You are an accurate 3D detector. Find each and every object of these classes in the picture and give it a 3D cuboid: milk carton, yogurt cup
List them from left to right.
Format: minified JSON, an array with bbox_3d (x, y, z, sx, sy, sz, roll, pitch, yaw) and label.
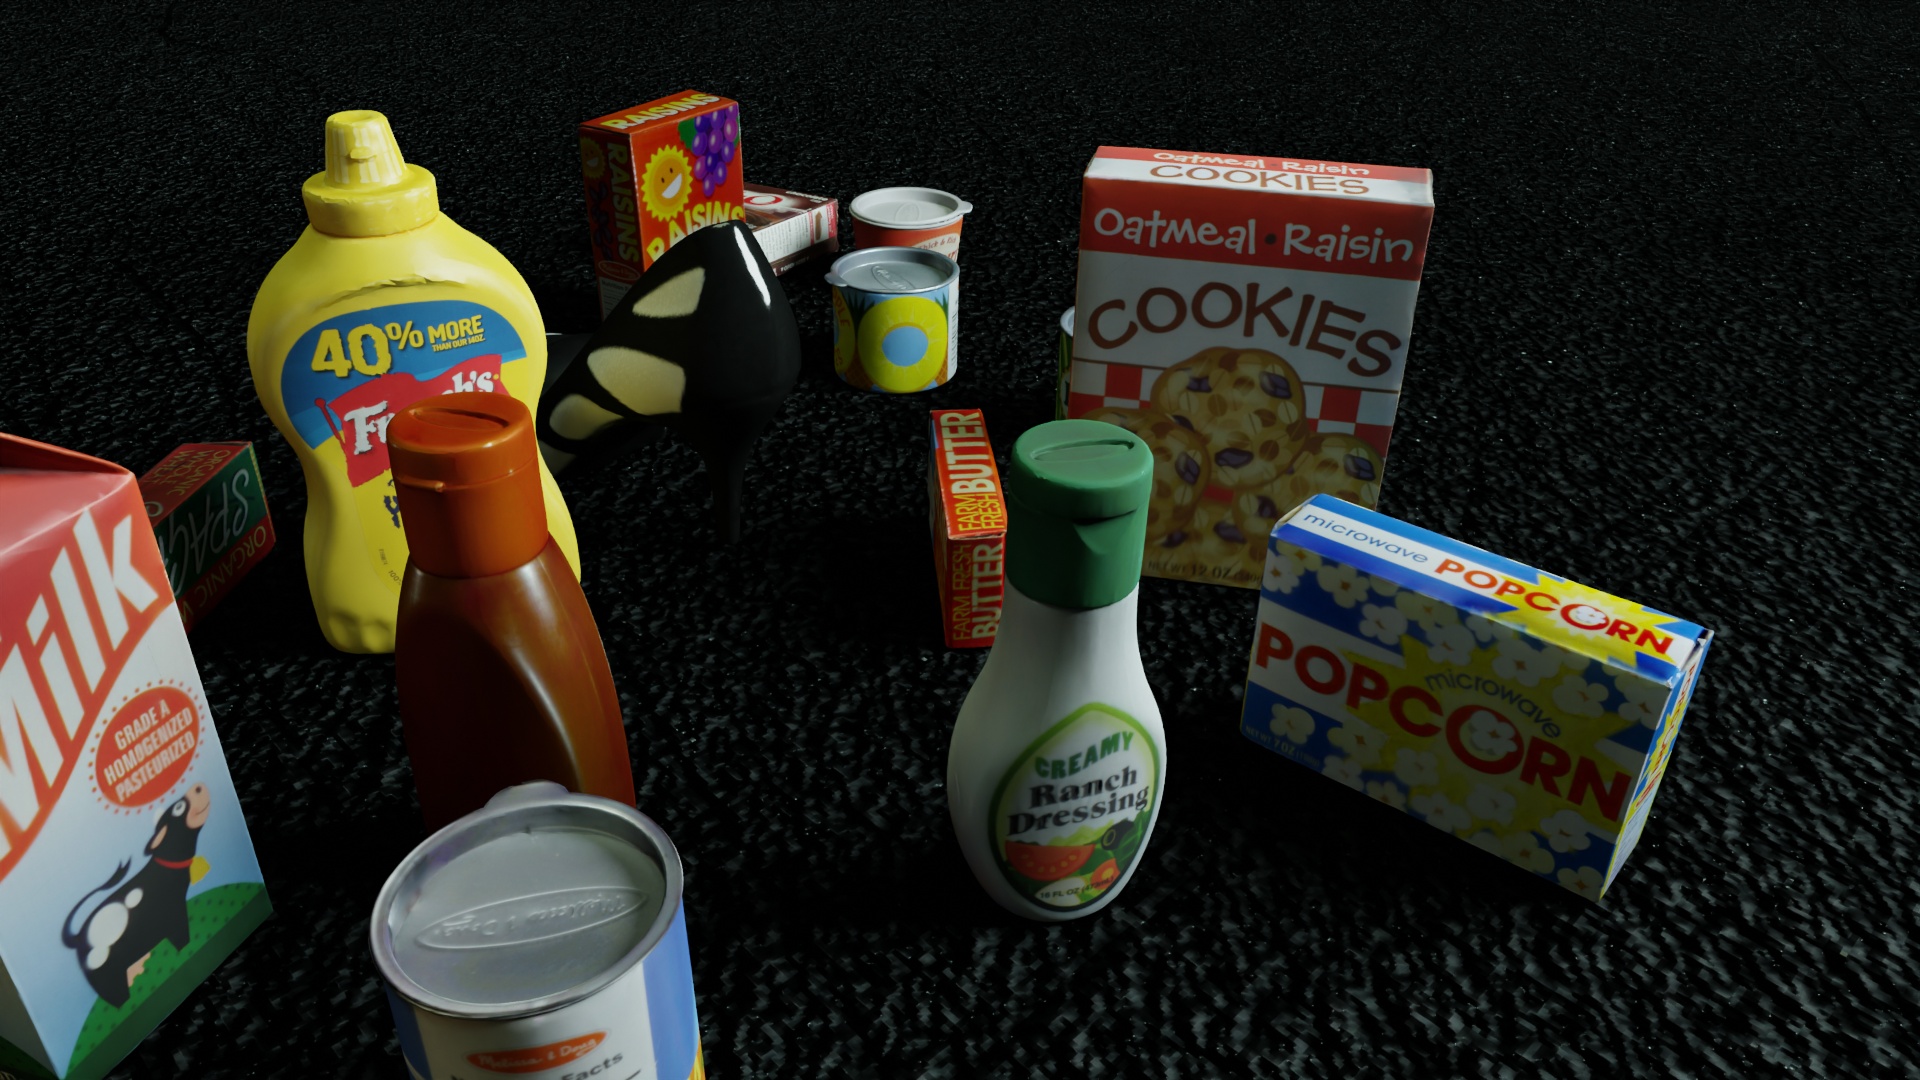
[{"bbox_3d":[-0.241,0.040,0.337,0.072,0.189,0.074,10,32,15],"label":"milk carton"},{"bbox_3d":[-0.032,-0.175,0.828,0.072,0.053,0.073,1,31,-1],"label":"yogurt cup"}]

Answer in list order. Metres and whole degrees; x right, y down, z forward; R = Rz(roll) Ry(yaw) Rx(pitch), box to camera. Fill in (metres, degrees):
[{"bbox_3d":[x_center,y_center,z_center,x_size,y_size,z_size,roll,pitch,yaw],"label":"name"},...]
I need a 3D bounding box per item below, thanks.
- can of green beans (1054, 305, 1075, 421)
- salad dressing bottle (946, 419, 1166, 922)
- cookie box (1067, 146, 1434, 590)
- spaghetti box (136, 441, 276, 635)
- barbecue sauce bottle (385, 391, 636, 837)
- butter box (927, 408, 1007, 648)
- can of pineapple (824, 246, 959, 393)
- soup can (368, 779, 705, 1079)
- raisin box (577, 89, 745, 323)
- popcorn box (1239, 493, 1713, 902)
[{"bbox_3d":[0.079,-0.078,0.669,0.071,0.057,0.071,1,31,0],"label":"can of green beans"},{"bbox_3d":[0.029,0.039,0.389,0.064,0.146,0.044,-9,32,-16],"label":"salad dressing bottle"},{"bbox_3d":[0.105,-0.063,0.540,0.123,0.166,0.040,7,32,10],"label":"cookie box"},{"bbox_3d":[-0.306,0.044,0.462,0.029,0.050,0.251,3,31,4],"label":"spaghetti box"},{"bbox_3d":[-0.131,0.032,0.394,0.065,0.147,0.044,10,32,14],"label":"barbecue sauce bottle"},{"bbox_3d":[0.002,-0.007,0.554,0.024,0.052,0.104,-2,31,-5],"label":"butter box"},{"bbox_3d":[-0.036,-0.116,0.727,0.071,0.057,0.071,1,31,0],"label":"can of pineapple"},{"bbox_3d":[-0.096,0.111,0.327,0.071,0.083,0.072,1,31,0],"label":"soup can"},{"bbox_3d":[-0.156,-0.170,0.749,0.040,0.122,0.086,19,35,27],"label":"raisin box"},{"bbox_3d":[0.156,0.046,0.442,0.127,0.084,0.038,24,38,32],"label":"popcorn box"}]
